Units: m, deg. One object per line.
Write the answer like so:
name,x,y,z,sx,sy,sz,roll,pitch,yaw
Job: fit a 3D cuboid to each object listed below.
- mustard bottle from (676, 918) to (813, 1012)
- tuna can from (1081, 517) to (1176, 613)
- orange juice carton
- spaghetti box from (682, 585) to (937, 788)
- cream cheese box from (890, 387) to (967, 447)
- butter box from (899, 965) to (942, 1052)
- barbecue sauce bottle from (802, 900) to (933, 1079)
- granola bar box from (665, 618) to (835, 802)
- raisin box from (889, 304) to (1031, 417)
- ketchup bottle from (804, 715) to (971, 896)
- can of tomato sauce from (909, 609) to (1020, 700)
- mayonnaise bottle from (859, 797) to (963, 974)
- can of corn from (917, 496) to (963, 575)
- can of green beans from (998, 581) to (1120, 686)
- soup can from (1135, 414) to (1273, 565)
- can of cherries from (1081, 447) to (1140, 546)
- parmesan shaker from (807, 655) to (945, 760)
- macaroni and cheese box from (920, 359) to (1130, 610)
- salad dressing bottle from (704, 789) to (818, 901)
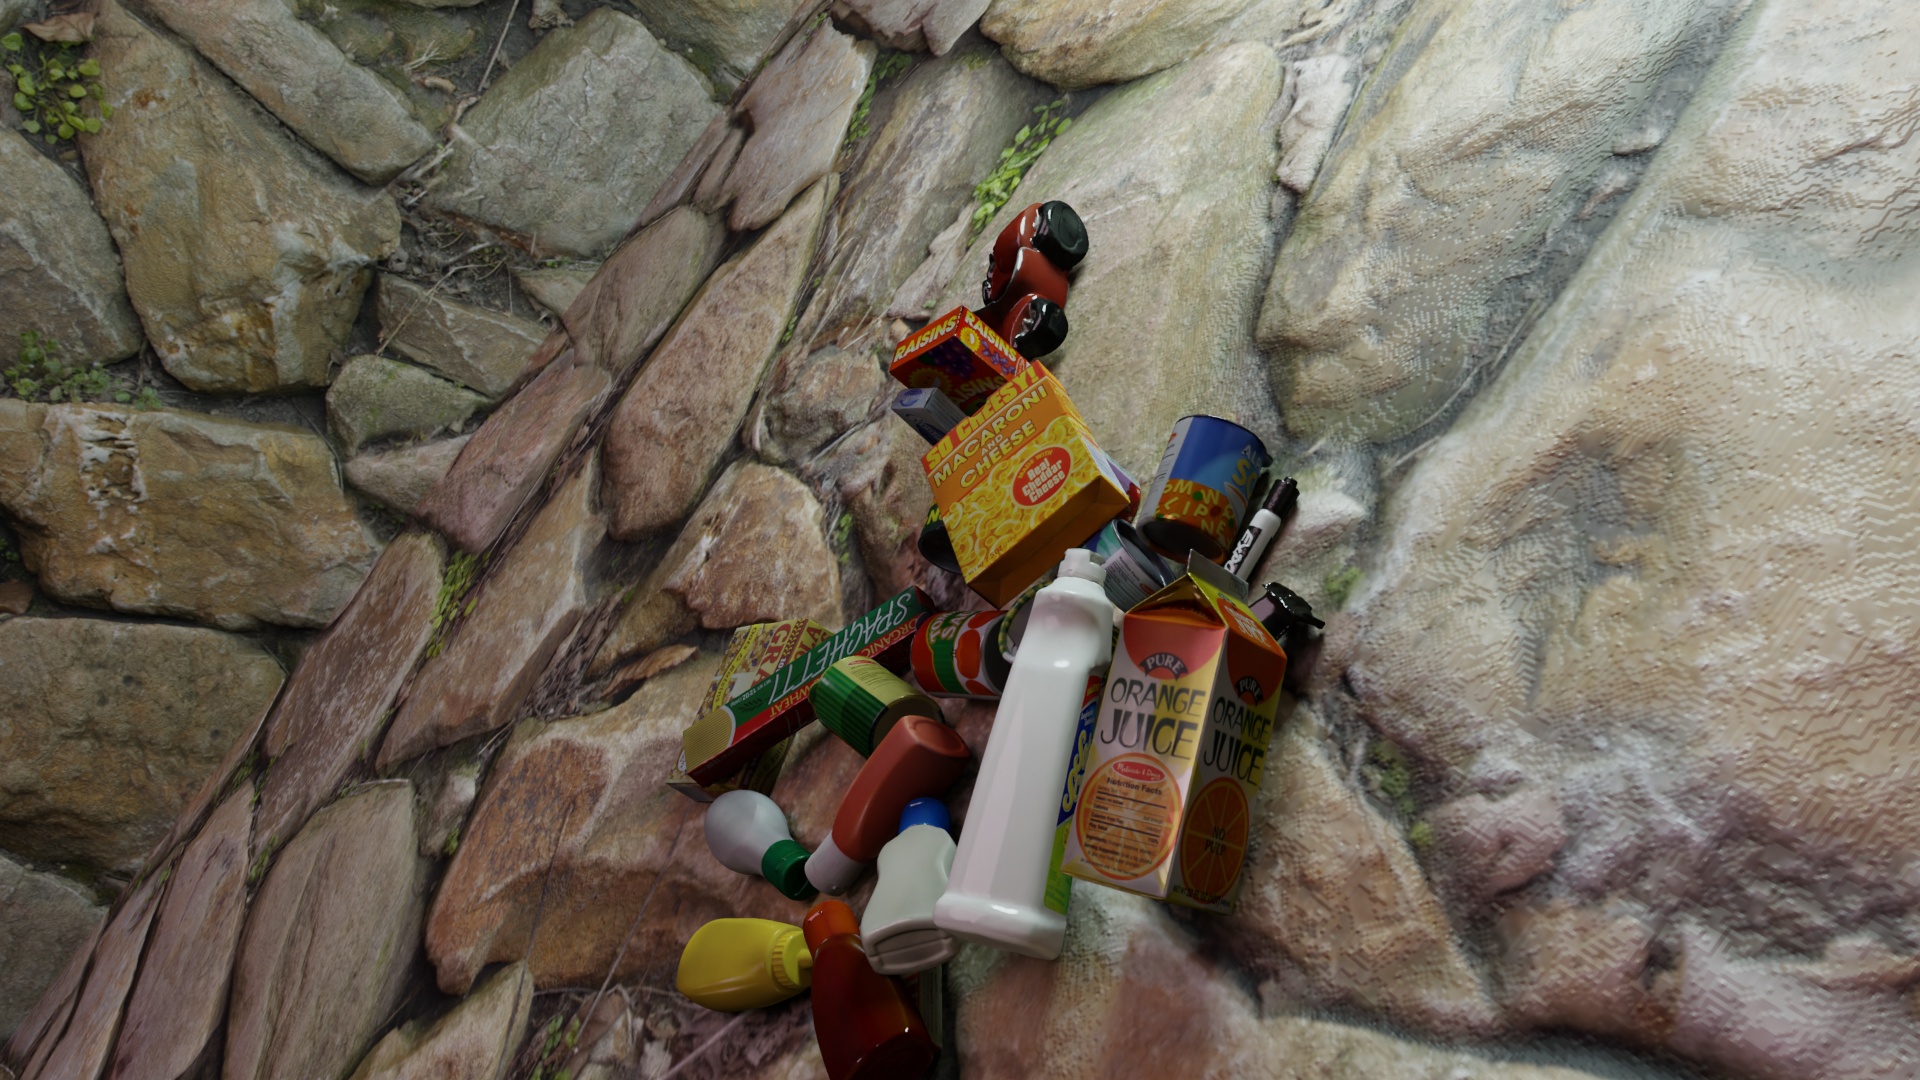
mustard bottle,-0.144,0.309,1.014,0.160,0.048,0.065,-19,43,43
tuna can,0.115,0.019,0.951,0.032,0.071,0.071,-42,31,19
orange juice carton,0.126,0.105,0.784,0.073,0.072,0.193,4,73,43
spaghetti box,-0.125,0.122,1.159,0.250,0.028,0.050,-33,42,12
cream cheese box,-0.007,-0.092,1.200,0.053,0.103,0.024,5,59,55
butter box,-0.038,0.291,0.910,0.053,0.024,0.104,-35,34,27
barbecue sauce bottle,-0.067,0.288,0.883,0.065,0.043,0.149,-40,30,0
granola bar box,-0.190,0.153,1.254,0.124,0.039,0.166,-11,49,49
raisin box,0.012,-0.139,1.204,0.086,0.123,0.040,-23,41,42
ketchup bottle,-0.058,0.195,1.008,0.148,0.064,0.044,-53,42,16
can of tomato sauce,0.013,0.082,1.019,0.083,0.071,0.071,-5,54,51
mayonnaise bottle,-0.027,0.222,0.914,0.065,0.041,0.148,-16,19,9
can of corn,0.004,-0.014,1.134,0.071,0.071,0.058,-19,43,44
can of green beans,0.069,0.070,0.966,0.071,0.057,0.071,-35,34,28
soup can,0.165,-0.032,0.938,0.071,0.071,0.084,-6,54,52
can of cherries,0.092,-0.035,1.047,0.071,0.058,0.072,-34,35,28
parmesan shaker,-0.066,0.135,1.070,0.071,0.071,0.103,-56,30,-6
macaroni and cheese box,0.042,-0.046,1.020,0.123,0.040,0.167,-40,36,14
salad dressing bottle,-0.157,0.244,1.108,0.064,0.044,0.147,-57,31,-10
